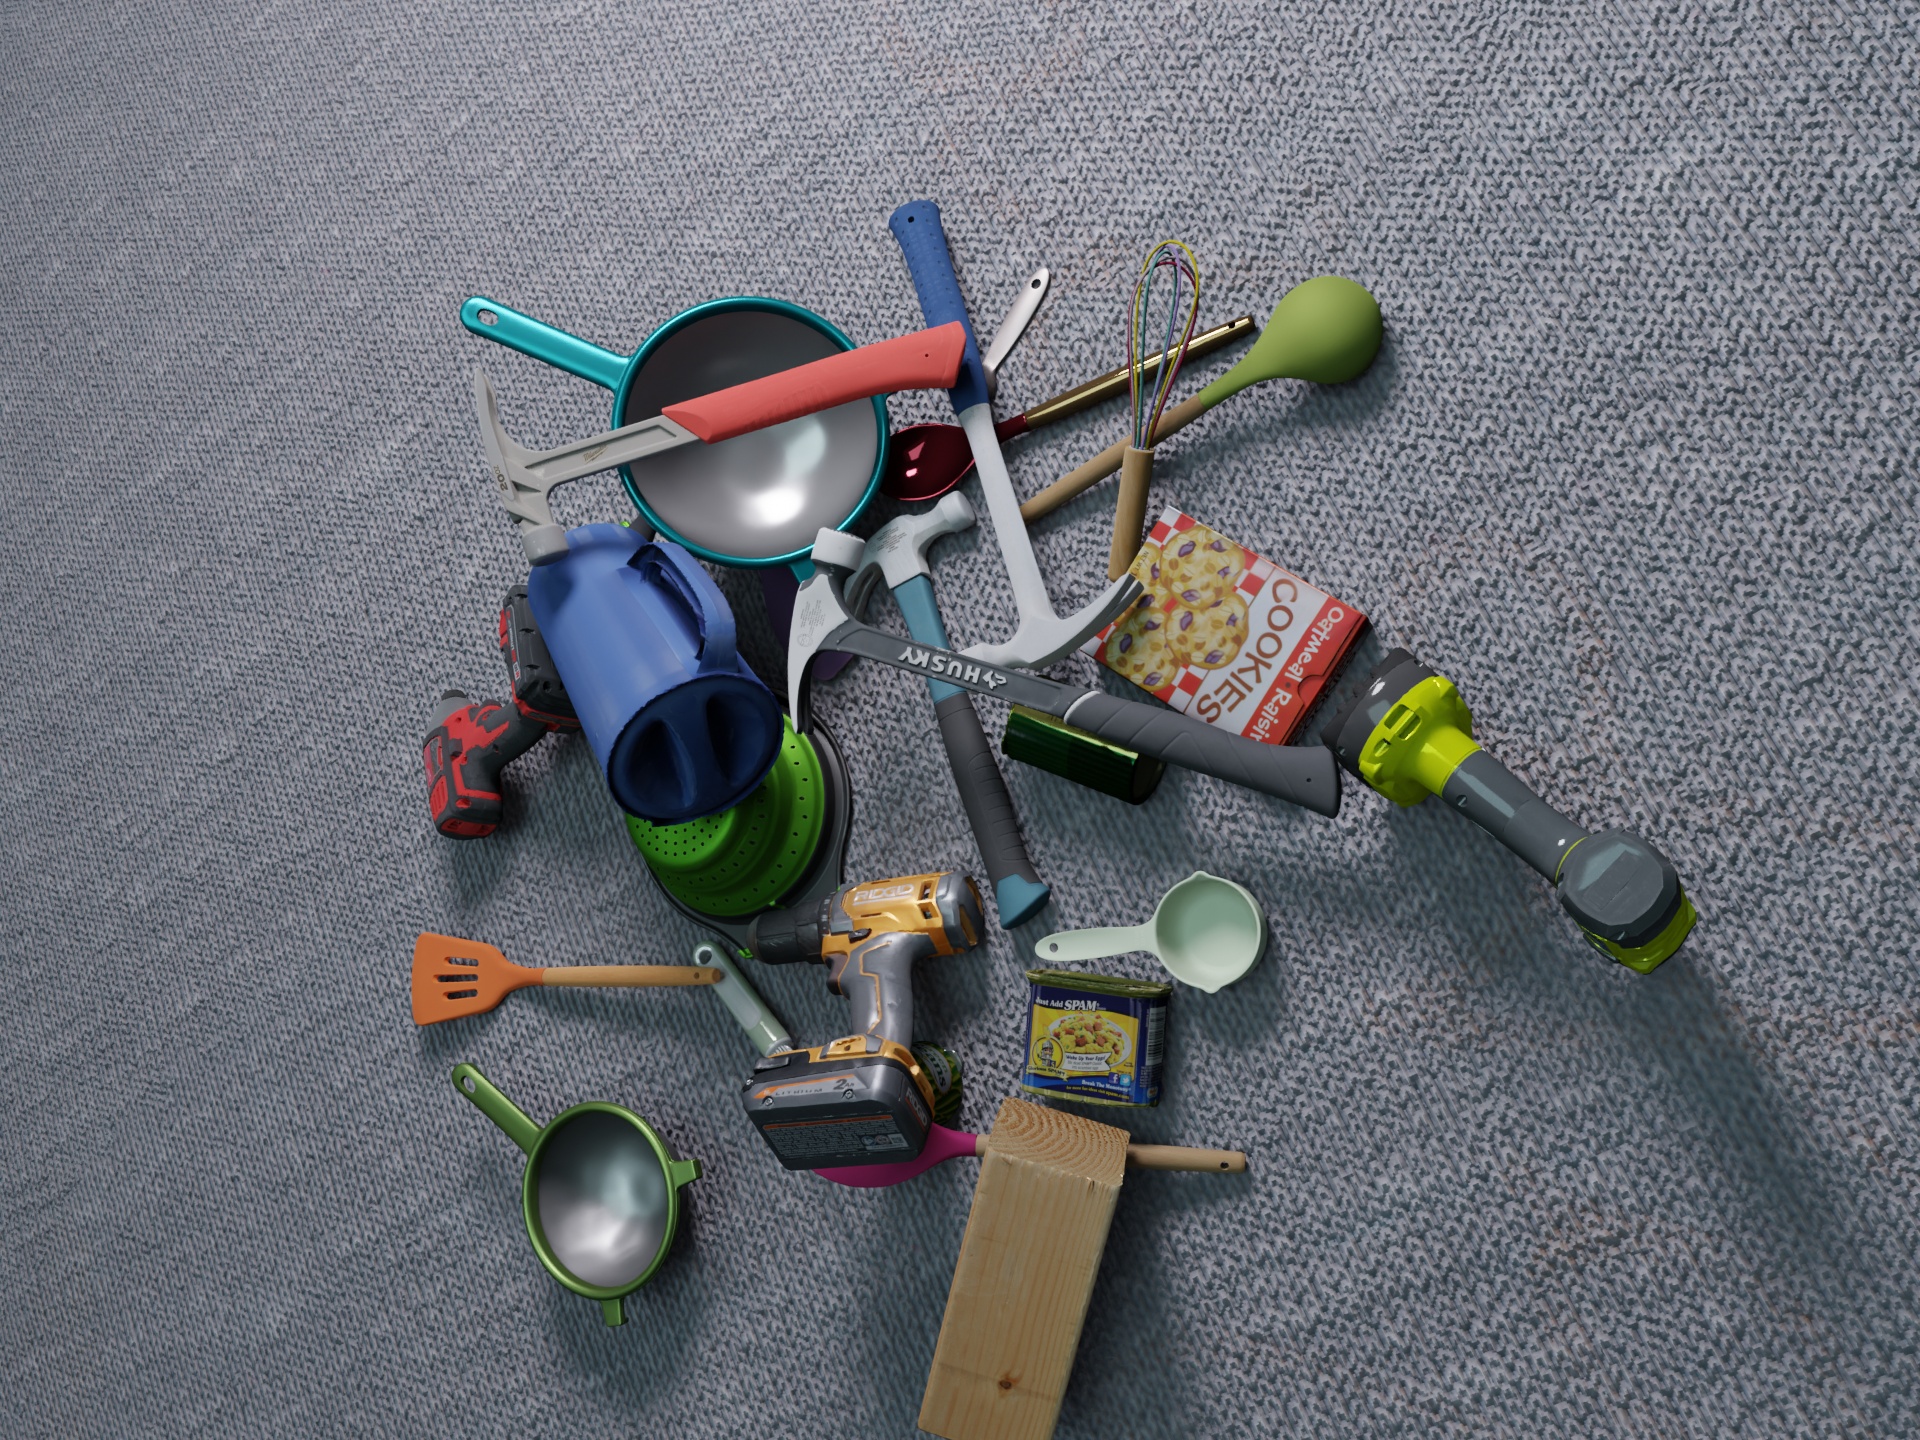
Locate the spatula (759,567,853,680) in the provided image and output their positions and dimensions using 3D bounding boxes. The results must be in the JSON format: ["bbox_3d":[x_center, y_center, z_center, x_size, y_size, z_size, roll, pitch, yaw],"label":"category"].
[{"bbox_3d":[-0.184,-0.159,1.328,0.059,0.018,0.316,-44,67,21],"label":"spatula"}]

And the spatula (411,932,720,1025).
[{"bbox_3d":[-0.332,0.214,1.322,0.323,0.041,0.081,-6,79,32],"label":"spatula"}]

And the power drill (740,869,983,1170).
[{"bbox_3d":[-0.089,0.205,1.137,0.185,0.084,0.226,-10,37,20],"label":"power drill"}]

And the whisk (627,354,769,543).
[{"bbox_3d":[-0.220,-0.226,1.318,0.070,0.070,0.284,33,91,26],"label":"whisk"}]

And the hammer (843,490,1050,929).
[{"bbox_3d":[-0.002,-0.004,1.208,0.128,0.033,0.331,-25,72,20],"label":"hammer"}]

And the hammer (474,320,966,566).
[{"bbox_3d":[-0.170,-0.236,1.174,0.359,0.036,0.149,-18,88,-2],"label":"hammer"}]

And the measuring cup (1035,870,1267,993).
[{"bbox_3d":[0.134,0.153,1.116,0.167,0.038,0.083,-10,78,26],"label":"measuring cup"}]

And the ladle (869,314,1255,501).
[{"bbox_3d":[0.074,-0.240,1.211,0.315,0.031,0.069,-20,66,20],"label":"ladle"}]

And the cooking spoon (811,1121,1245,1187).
[{"bbox_3d":[0.037,0.298,1.109,0.319,0.017,0.069,1,92,12],"label":"cooking spoon"}]

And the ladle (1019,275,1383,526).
[{"bbox_3d":[0.160,-0.217,1.164,0.320,0.062,0.078,-30,77,26],"label":"ladle"}]

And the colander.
[{"bbox_3d":[-0.231,-0.003,1.284,0.204,0.094,0.397,-33,70,18],"label":"colander"}]

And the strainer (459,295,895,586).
[{"bbox_3d":[-0.222,-0.241,1.243,0.340,0.095,0.211,23,83,-4],"label":"strainer"}]

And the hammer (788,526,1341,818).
[{"bbox_3d":[0.062,-0.010,1.092,0.409,0.036,0.149,18,93,18],"label":"hammer"}]

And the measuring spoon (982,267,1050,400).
[{"bbox_3d":[0.033,-0.301,1.244,0.034,0.018,0.124,35,97,26],"label":"measuring spoon"}]

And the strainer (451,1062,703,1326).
[{"bbox_3d":[-0.309,0.351,1.284,0.256,0.069,0.151,31,98,27],"label":"strainer"}]

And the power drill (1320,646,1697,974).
[{"bbox_3d":[0.338,0.063,0.967,0.080,0.171,0.223,-49,57,5],"label":"power drill"}]

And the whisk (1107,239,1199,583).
[{"bbox_3d":[0.132,-0.213,1.125,0.047,0.051,0.244,13,113,16],"label":"whisk"}]

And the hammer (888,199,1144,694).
[{"bbox_3d":[0.019,-0.226,1.198,0.144,0.035,0.406,-23,67,18],"label":"hammer"}]

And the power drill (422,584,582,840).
[{"bbox_3d":[-0.387,-0.010,1.349,0.219,0.078,0.143,-42,51,33],"label":"power drill"}]

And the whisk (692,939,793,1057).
[{"bbox_3d":[-0.137,0.259,1.227,0.058,0.059,0.247,-45,61,2],"label":"whisk"}]
